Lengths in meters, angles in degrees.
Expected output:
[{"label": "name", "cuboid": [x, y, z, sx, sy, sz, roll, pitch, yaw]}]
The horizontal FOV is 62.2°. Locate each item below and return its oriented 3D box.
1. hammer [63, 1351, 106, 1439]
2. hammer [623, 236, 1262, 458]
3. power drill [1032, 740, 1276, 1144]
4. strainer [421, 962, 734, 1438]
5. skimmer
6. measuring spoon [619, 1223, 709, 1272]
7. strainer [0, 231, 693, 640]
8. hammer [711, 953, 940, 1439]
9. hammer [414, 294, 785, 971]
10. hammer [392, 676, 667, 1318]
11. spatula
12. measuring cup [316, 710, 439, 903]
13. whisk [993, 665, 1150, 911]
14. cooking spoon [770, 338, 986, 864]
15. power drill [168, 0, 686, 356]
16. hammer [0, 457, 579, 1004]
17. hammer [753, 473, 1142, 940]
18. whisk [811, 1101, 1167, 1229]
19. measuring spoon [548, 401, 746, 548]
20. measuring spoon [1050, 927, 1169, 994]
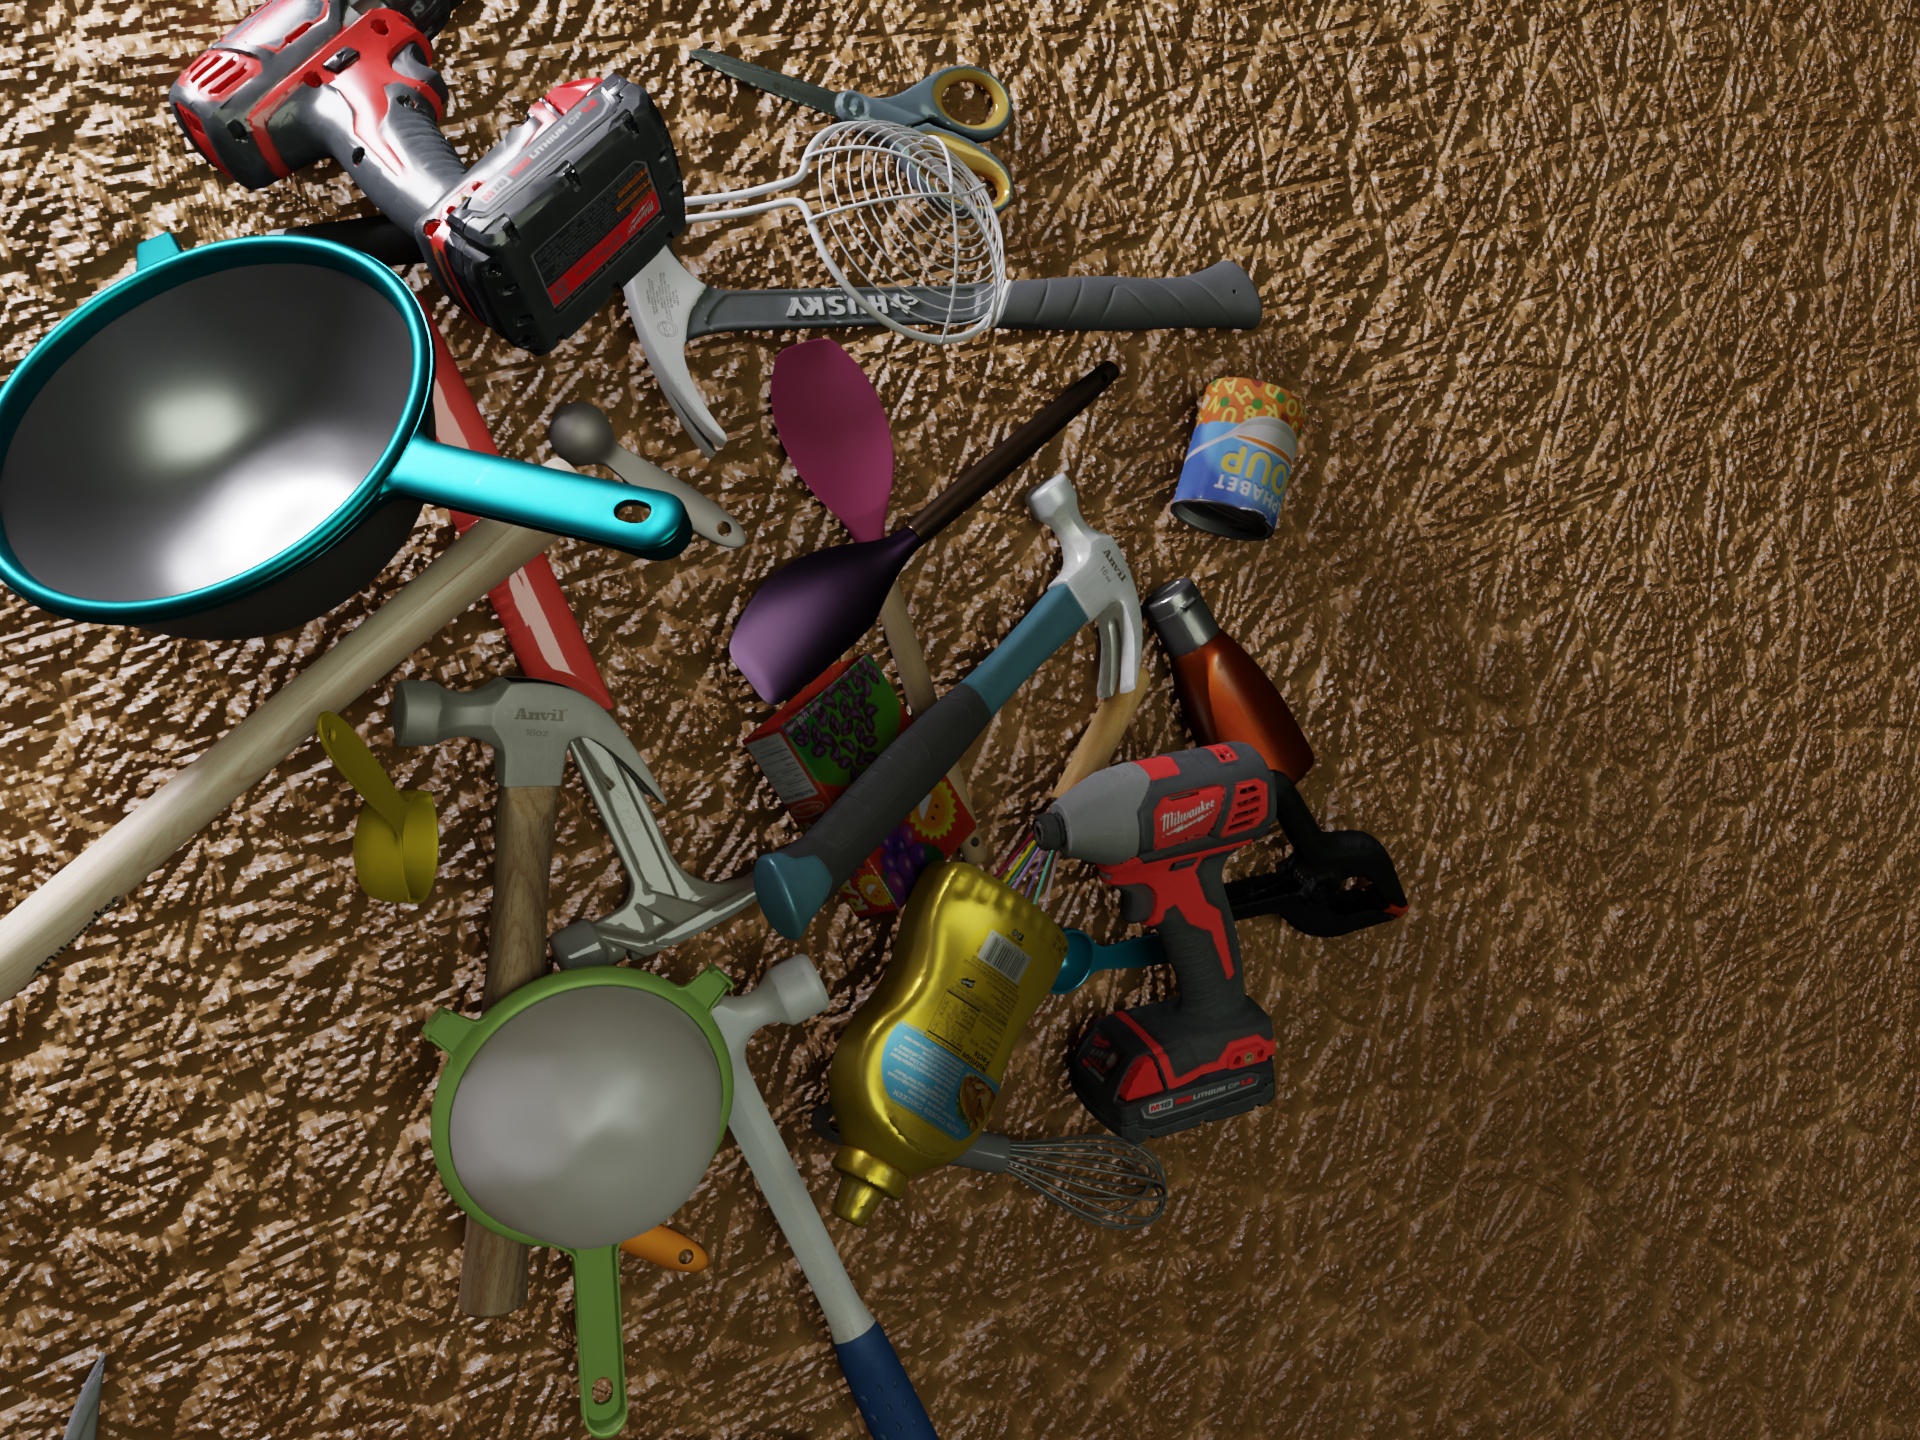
[{"label": "hammer", "cuboid": [-0.250, 0.390, 0.820, 0.386, 0.038, 0.143, 6, 86, -25]}, {"label": "hammer", "cuboid": [0.007, -0.239, 0.929, 0.408, 0.036, 0.149, -8, 85, -27]}, {"label": "power drill", "cuboid": [0.116, 0.127, 0.937, 0.143, 0.079, 0.219, -10, 108, -19]}, {"label": "strainer", "cuboid": [-0.176, 0.252, 0.784, 0.151, 0.069, 0.256, -5, 103, -24]}, {"label": "skimmer", "cuboid": [-0.158, -0.239, 0.814, 0.363, 0.090, 0.127, -6, 71, -1]}, {"label": "measuring spoon", "cuboid": [-0.186, 0.276, 0.862, 0.116, 0.011, 0.021, 31, 78, -22]}, {"label": "strainer", "cuboid": [-0.264, -0.098, 0.708, 0.340, 0.095, 0.211, 14, 64, 15]}, {"label": "hammer", "cuboid": [-0.070, 0.336, 0.892, 0.144, 0.035, 0.405, -26, 105, -12]}, {"label": "hammer", "cuboid": [-0.210, -0.049, 0.836, 0.149, 0.037, 0.359, -27, 102, -23]}, {"label": "hammer", "cuboid": [-0.222, 0.142, 0.797, 0.130, 0.031, 0.331, 0, 102, -31]}, {"label": "spatula", "cuboid": [-0.012, -0.123, 0.923, 0.316, 0.018, 0.059, -42, 107, -25]}, {"label": "measuring cup", "cuboid": [-0.283, 0.038, 0.749, 0.029, 0.156, 0.062, -1, 60, 1]}, {"label": "whisk", "cuboid": [0.053, 0.069, 0.957, 0.047, 0.051, 0.245, 34, 74, -16]}, {"label": "cooking spoon", "cuboid": [-0.040, -0.064, 0.925, 0.069, 0.017, 0.319, -23, 99, -28]}, {"label": "power drill", "cuboid": [-0.235, -0.294, 0.752, 0.227, 0.080, 0.188, 34, 72, 18]}, {"label": "hammer", "cuboid": [-0.326, 0.019, 0.713, 0.411, 0.146, 0.038, -45, 99, -16]}, {"label": "hammer", "cuboid": [-0.001, -0.003, 0.889, 0.331, 0.033, 0.128, -46, 109, -35]}, {"label": "whisk", "cuboid": [0.022, 0.261, 0.945, 0.238, 0.055, 0.055, 18, 83, -20]}, {"label": "measuring spoon", "cuboid": [-0.166, -0.131, 0.865, 0.124, 0.018, 0.034, 33, 77, -22]}, {"label": "measuring spoon", "cuboid": [0.096, 0.143, 0.994, 0.128, 0.021, 0.042, -2, 107, -34]}]
